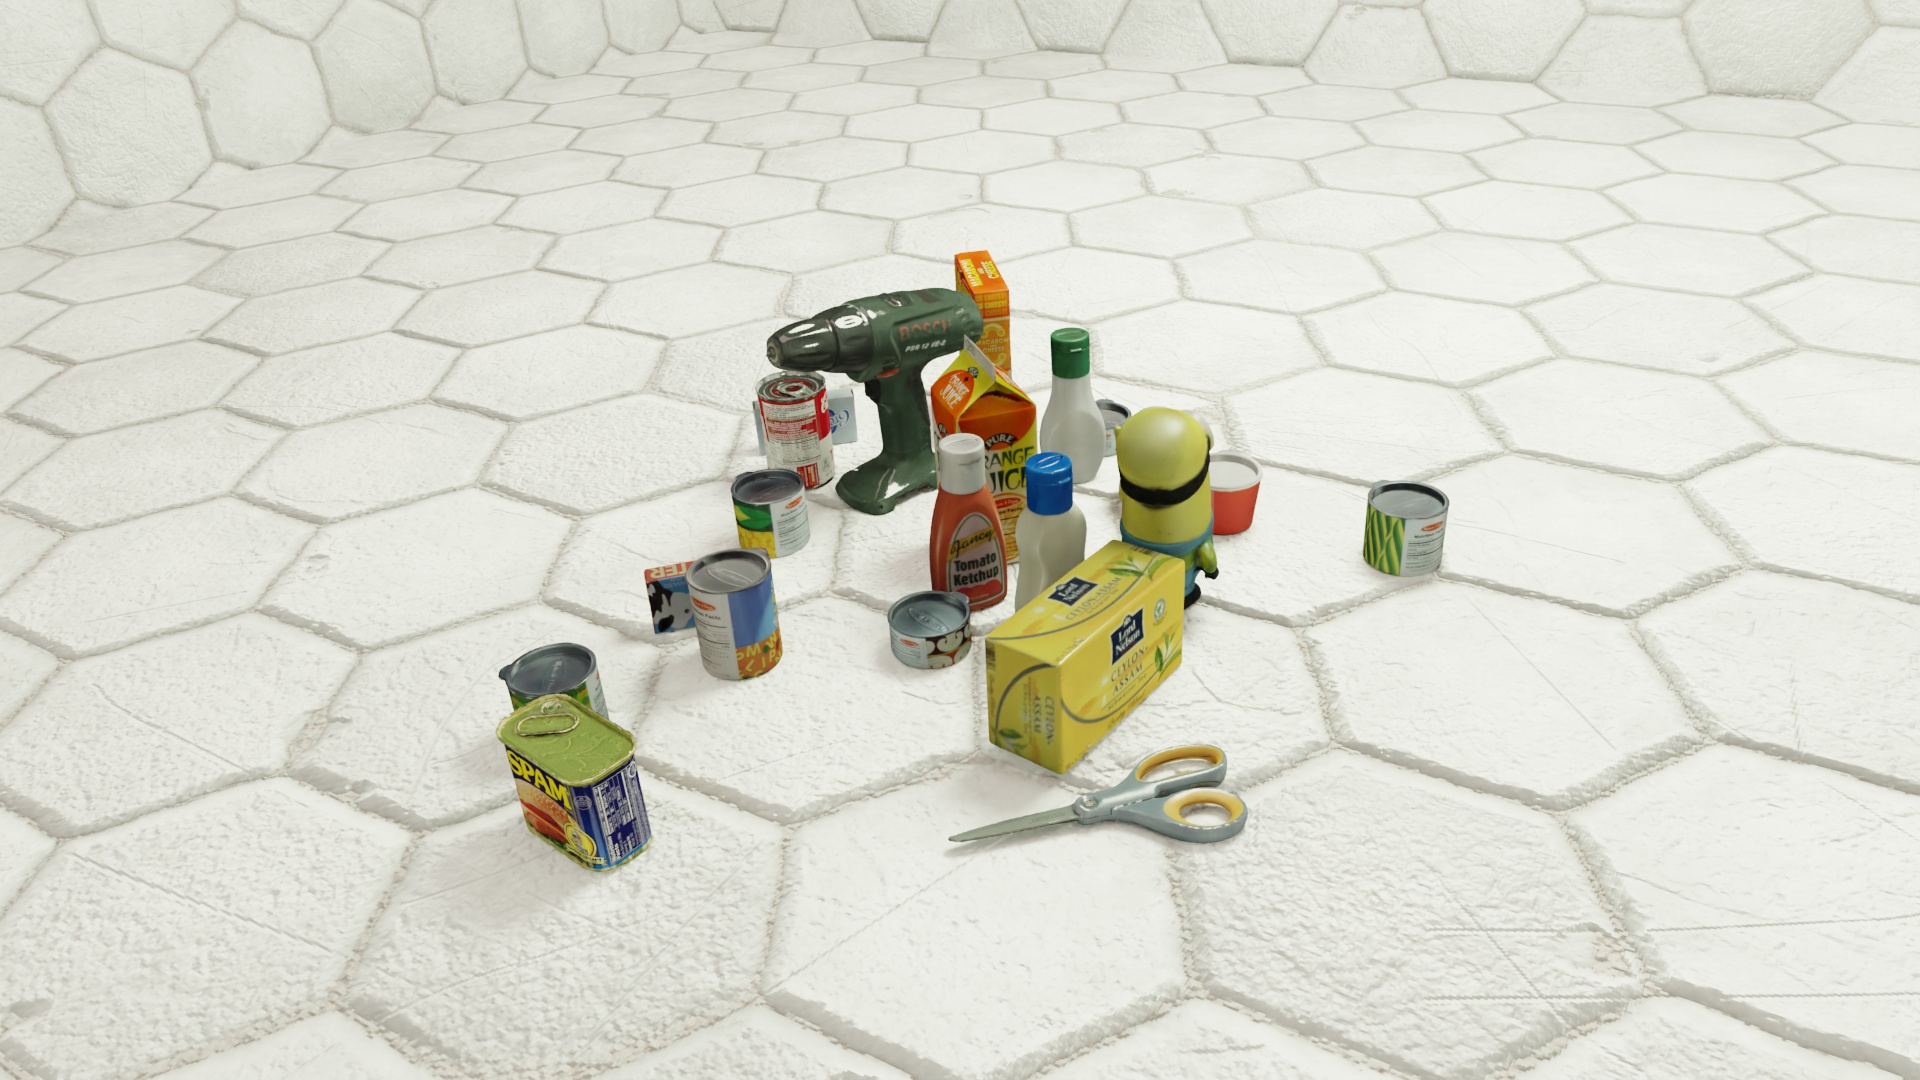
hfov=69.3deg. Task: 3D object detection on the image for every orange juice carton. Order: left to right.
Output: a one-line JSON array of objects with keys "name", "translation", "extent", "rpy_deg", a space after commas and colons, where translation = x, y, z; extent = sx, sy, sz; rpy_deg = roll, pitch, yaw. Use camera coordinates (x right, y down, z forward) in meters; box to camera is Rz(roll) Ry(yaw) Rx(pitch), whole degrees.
[{"name": "orange juice carton", "translation": [0.021, -0.075, 1.192], "extent": [0.073, 0.191, 0.072], "rpy_deg": [-12, 31, -14]}]

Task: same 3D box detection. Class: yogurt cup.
[{"name": "yogurt cup", "translation": [0.235, -0.041, 1.246], "extent": [0.072, 0.053, 0.073], "rpy_deg": [-3, 30, 2]}]

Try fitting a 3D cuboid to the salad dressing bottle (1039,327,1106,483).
[{"name": "salad dressing bottle", "translation": [0.106, -0.127, 1.315], "extent": [0.064, 0.147, 0.044], "rpy_deg": [-9, 31, -9]}]

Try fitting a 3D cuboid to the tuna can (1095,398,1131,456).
[{"name": "tuna can", "translation": [0.140, -0.114, 1.400], "extent": [0.071, 0.032, 0.071], "rpy_deg": [-3, 31, 2]}]

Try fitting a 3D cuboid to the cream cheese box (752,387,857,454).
[{"name": "cream cheese box", "translation": [-0.159, -0.123, 1.428], "extent": [0.104, 0.053, 0.024], "rpy_deg": [-9, 31, -9]}]

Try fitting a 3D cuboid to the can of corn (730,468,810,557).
[{"name": "can of corn", "translation": [-0.173, -0.026, 1.261], "extent": [0.071, 0.058, 0.071], "rpy_deg": [-3, 30, 2]}]

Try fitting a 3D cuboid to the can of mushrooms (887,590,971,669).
[{"name": "can of mushrooms", "translation": [-0.022, 0.070, 1.107], "extent": [0.071, 0.033, 0.071], "rpy_deg": [-3, 31, 2]}]

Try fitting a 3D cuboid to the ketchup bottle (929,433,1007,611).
[{"name": "ketchup bottle", "translation": [0.004, -0.014, 1.134], "extent": [0.065, 0.148, 0.044], "rpy_deg": [-14, 32, -16]}]

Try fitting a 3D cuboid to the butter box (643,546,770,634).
[{"name": "butter box", "translation": [-0.208, 0.041, 1.157], "extent": [0.104, 0.052, 0.024], "rpy_deg": [-11, 31, -13]}]

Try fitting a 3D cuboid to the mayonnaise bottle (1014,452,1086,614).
[{"name": "mayonnaise bottle", "translation": [0.072, 0.003, 1.098], "extent": [0.065, 0.147, 0.041], "rpy_deg": [-24, 36, -30]}]

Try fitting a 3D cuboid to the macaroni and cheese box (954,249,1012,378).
[{"name": "macaroni and cheese box", "translation": [0.023, -0.198, 1.425], "extent": [0.040, 0.165, 0.124], "rpy_deg": [-7, 31, -6]}]

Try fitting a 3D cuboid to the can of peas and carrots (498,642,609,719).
[{"name": "can of peas and carrots", "translation": [-0.301, 0.119, 1.031], "extent": [0.071, 0.058, 0.071], "rpy_deg": [-3, 30, 2]}]

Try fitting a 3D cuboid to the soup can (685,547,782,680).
[{"name": "soup can", "translation": [-0.175, 0.057, 1.097], "extent": [0.071, 0.083, 0.072], "rpy_deg": [-3, 30, 2]}]

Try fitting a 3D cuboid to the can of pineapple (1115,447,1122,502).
[{"name": "can of pineapple", "translation": [0.179, -0.062, 1.284], "extent": [0.071, 0.057, 0.071], "rpy_deg": [-3, 30, 2]}]

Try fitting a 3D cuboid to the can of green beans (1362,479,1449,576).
[{"name": "can of green beans", "translation": [0.376, -0.010, 1.175], "extent": [0.071, 0.057, 0.071], "rpy_deg": [-3, 30, 2]}]
